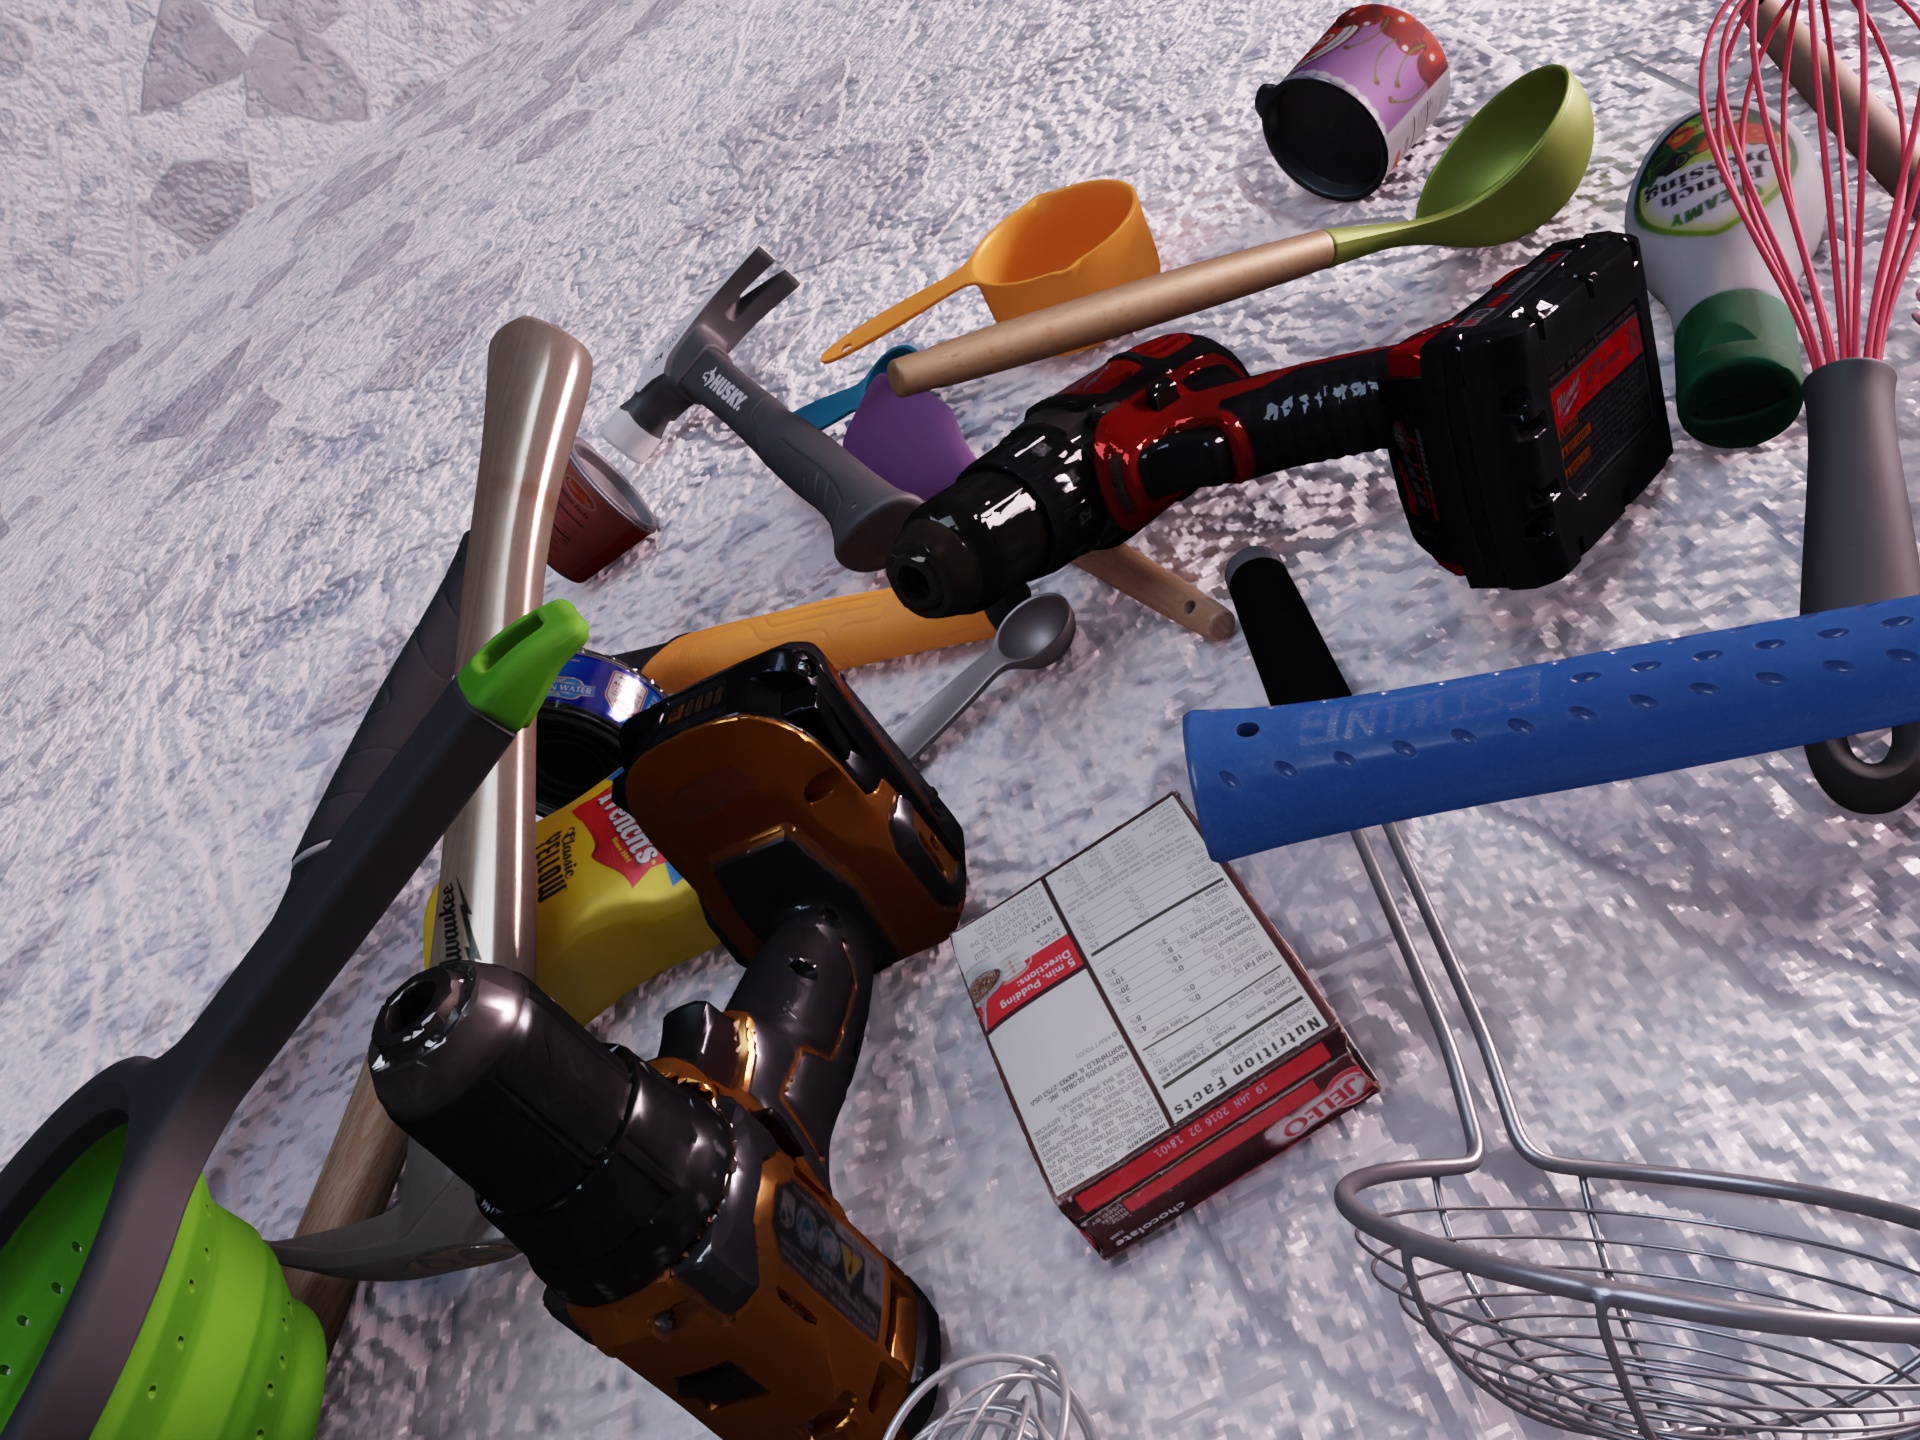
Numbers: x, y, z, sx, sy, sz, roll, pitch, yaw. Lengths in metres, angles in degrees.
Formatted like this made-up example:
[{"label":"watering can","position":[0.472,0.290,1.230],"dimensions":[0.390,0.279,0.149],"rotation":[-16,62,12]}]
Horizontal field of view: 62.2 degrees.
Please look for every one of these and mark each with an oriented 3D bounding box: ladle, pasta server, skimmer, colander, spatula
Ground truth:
[{"label":"ladle","position":[0.111,-0.182,0.595],"dimensions":[0.320,0.062,0.078],"rotation":[-22,7,-22]},{"label":"pasta server","position":[0.320,-0.198,0.547],"dimensions":[0.060,0.040,0.317],"rotation":[-31,33,28]},{"label":"skimmer","position":[0.127,0.026,0.418],"dimensions":[0.127,0.090,0.364],"rotation":[3,35,-8]},{"label":"colander","position":[-0.204,0.145,0.461],"dimensions":[0.397,0.094,0.205],"rotation":[-53,29,0]},{"label":"spatula","position":[0.020,-0.095,0.700],"dimensions":[0.316,0.018,0.060],"rotation":[39,105,52]}]

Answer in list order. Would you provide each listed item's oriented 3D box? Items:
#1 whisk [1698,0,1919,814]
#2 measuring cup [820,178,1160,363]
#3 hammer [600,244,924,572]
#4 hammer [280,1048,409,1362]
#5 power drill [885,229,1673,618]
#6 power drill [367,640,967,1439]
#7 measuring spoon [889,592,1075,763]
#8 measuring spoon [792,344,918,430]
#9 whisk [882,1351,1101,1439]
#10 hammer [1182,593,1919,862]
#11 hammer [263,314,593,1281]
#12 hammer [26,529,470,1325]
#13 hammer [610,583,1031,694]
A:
[{"label":"whisk","position":[0.252,-0.112,0.454],"dimensions":[0.073,0.073,0.296],"rotation":[-7,63,35]},{"label":"measuring cup","position":[0.017,-0.201,0.787],"dimensions":[0.173,0.052,0.095],"rotation":[-25,37,12]},{"label":"hammer","position":[-0.095,-0.156,0.830],"dimensions":[0.146,0.035,0.335],"rotation":[-50,36,4]},{"label":"hammer","position":[-0.243,0.251,0.531],"dimensions":[0.130,0.031,0.332],"rotation":[-18,40,24]},{"label":"power drill","position":[0.099,-0.089,0.543],"dimensions":[0.227,0.080,0.188],"rotation":[2,30,44]},{"label":"power drill","position":[-0.070,0.074,0.455],"dimensions":[0.084,0.185,0.226],"rotation":[-23,35,21]},{"label":"measuring spoon","position":[-0.001,-0.002,0.626],"dimensions":[0.124,0.018,0.034],"rotation":[-42,37,4]},{"label":"measuring spoon","position":[-0.061,-0.163,0.852],"dimensions":[0.128,0.021,0.042],"rotation":[-14,63,42]},{"label":"whisk","position":[-0.027,0.254,0.335],"dimensions":[0.246,0.057,0.059],"rotation":[-65,9,-27]},{"label":"hammer","position":[0.252,-0.019,0.342],"dimensions":[0.405,0.035,0.144],"rotation":[-12,43,12]},{"label":"hammer","position":[-0.190,0.004,0.623],"dimensions":[0.146,0.038,0.411],"rotation":[-17,56,18]},{"label":"hammer","position":[-0.300,0.082,0.721],"dimensions":[0.149,0.036,0.409],"rotation":[-5,55,40]},{"label":"hammer","position":[-0.119,-0.024,0.727],"dimensions":[0.337,0.034,0.127],"rotation":[-9,43,33]}]
